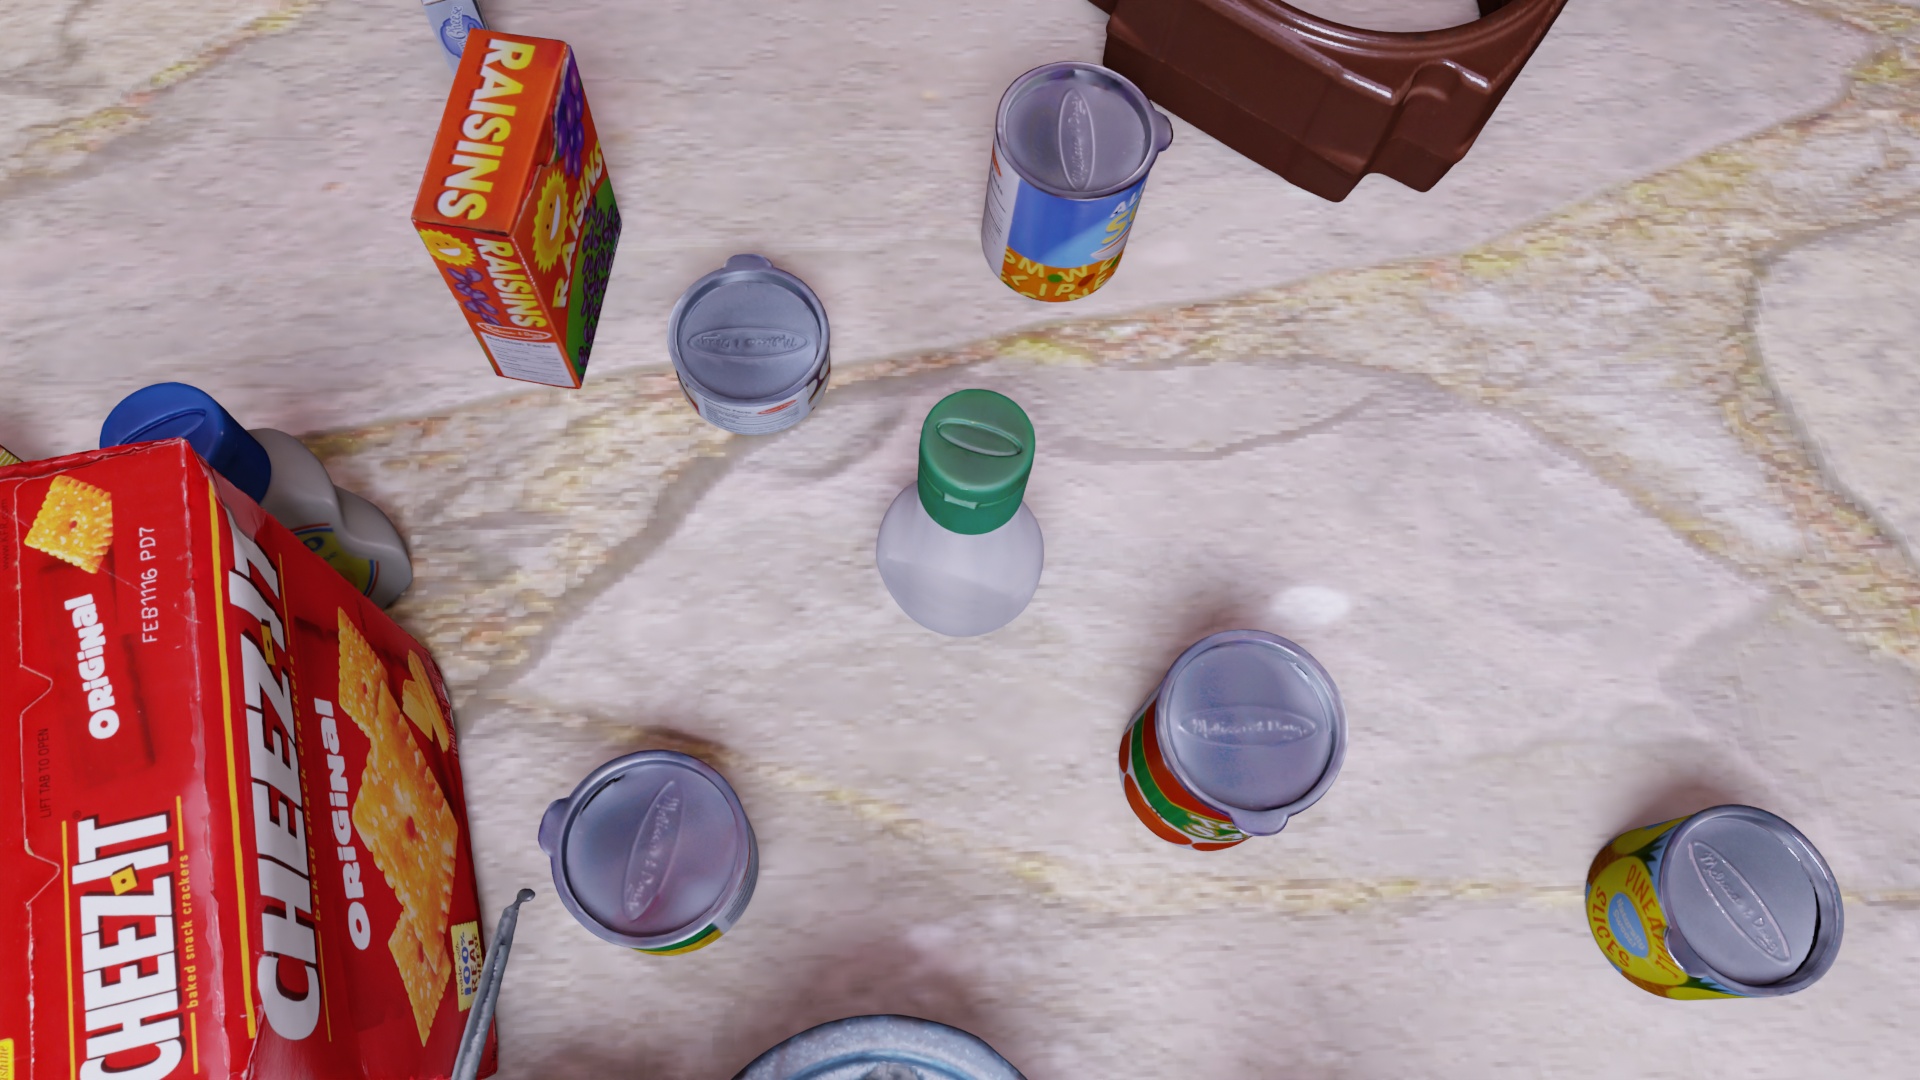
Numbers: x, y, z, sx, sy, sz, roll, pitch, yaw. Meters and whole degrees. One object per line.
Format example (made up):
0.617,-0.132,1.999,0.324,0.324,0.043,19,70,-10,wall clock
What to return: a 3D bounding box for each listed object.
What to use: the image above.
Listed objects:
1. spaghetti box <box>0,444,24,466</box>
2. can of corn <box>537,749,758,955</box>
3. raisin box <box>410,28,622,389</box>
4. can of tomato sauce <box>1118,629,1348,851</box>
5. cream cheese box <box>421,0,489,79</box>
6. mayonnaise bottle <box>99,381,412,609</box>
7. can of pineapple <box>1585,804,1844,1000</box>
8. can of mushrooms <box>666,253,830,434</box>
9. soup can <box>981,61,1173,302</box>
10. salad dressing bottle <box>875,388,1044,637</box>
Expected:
-0.426,0.067,0.495,0.029,0.050,0.251,29,70,7,spaghetti box
-0.109,0.112,0.495,0.071,0.058,0.071,1,70,-3,can of corn
-0.169,-0.125,0.545,0.040,0.123,0.086,9,70,0,raisin box
0.097,0.078,0.508,0.071,0.082,0.071,1,70,-3,can of tomato sauce
-0.239,-0.267,0.631,0.024,0.053,0.104,-21,72,-11,cream cheese box
-0.243,-0.006,0.482,0.065,0.147,0.041,-31,75,-14,mayonnaise bottle
0.274,0.135,0.512,0.071,0.057,0.071,1,70,-3,can of pineapple
-0.087,-0.081,0.582,0.071,0.033,0.071,1,70,-3,can of mushrooms
0.047,-0.149,0.590,0.071,0.083,0.071,1,70,-3,soup can
0.002,-0.006,0.499,0.064,0.147,0.044,17,70,3,salad dressing bottle
